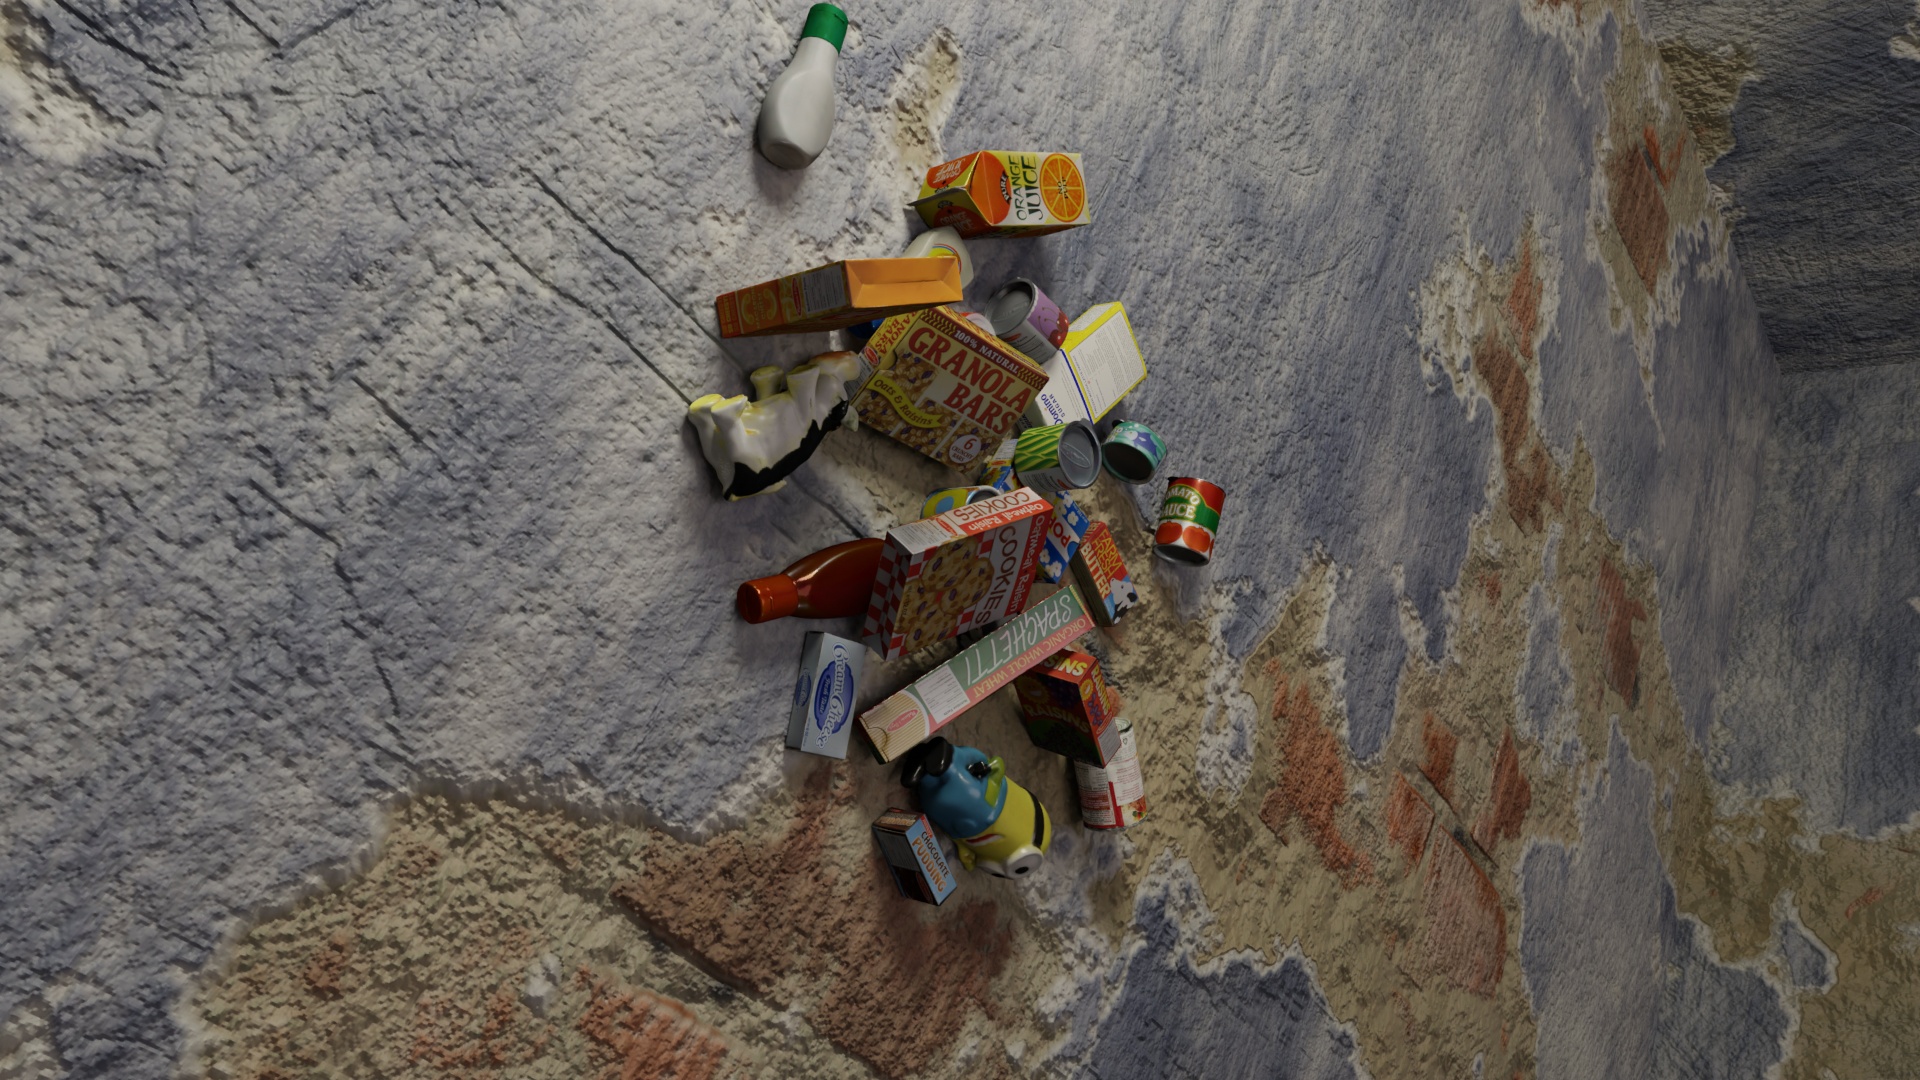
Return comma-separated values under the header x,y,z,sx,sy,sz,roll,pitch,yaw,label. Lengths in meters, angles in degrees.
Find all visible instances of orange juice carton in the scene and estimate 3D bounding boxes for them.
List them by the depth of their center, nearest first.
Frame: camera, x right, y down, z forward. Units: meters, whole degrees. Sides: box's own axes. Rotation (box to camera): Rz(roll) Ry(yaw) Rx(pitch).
x,y,z,sx,sy,sz,roll,pitch,yaw,label
0.036,-0.334,1.349,0.193,0.071,0.073,-14,98,-45,orange juice carton

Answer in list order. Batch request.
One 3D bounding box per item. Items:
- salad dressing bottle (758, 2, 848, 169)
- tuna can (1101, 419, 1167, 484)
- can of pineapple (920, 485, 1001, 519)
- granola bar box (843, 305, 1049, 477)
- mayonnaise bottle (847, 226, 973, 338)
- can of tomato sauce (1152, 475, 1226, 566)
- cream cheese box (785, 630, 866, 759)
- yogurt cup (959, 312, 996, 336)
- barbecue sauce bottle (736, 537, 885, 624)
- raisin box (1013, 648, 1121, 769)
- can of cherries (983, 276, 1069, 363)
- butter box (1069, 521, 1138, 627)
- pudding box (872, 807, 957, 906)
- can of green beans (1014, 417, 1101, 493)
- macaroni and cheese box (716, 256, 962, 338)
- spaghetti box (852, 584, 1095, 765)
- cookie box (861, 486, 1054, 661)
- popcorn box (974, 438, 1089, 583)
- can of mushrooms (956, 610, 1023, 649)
x,y,z,sx,sy,sz,roll,pitch,yaw,label
-0.132,-0.395,1.204,0.064,0.044,0.148,29,67,-38,salad dressing bottle
0.183,-0.095,1.488,0.071,0.071,0.033,54,54,-29,tuna can
0.005,-0.016,1.310,0.071,0.058,0.071,2,87,-45,can of pineapple
-0.016,-0.140,1.261,0.165,0.039,0.124,25,111,-42,granola bar box
-0.049,-0.234,1.279,0.149,0.041,0.064,-43,119,-38,mayonnaise bottle
0.254,-0.021,1.555,0.071,0.071,0.083,32,67,-40,can of tomato sauce
-0.116,0.134,1.204,0.053,0.024,0.104,22,73,-44,cream cheese box
-0.002,-0.185,1.315,0.072,0.054,0.072,2,87,-46,yogurt cup
-0.121,0.039,1.191,0.149,0.043,0.064,-13,106,-44,barbecue sauce bottle
0.103,0.159,1.359,0.040,0.086,0.122,-48,135,-32,raisin box
0.066,-0.218,1.376,0.058,0.071,0.072,35,64,-39,can of cherries
0.150,0.036,1.477,0.053,0.024,0.103,-44,117,-37,butter box
-0.042,0.285,1.253,0.030,0.049,0.083,-36,112,-38,pudding box
0.094,-0.080,1.348,0.071,0.057,0.071,6,81,-46,can of green beans
-0.100,-0.199,1.137,0.124,0.166,0.040,-13,97,-45,macaroni and cheese box
0.016,0.121,1.279,0.251,0.028,0.050,-30,89,-25,spaghetti box
0.000,0.029,1.236,0.168,0.040,0.122,-18,136,-38,cookie box
0.069,-0.029,1.389,0.126,0.038,0.085,51,54,-30,popcorn box
0.029,0.077,1.347,0.071,0.033,0.071,2,86,-44,can of mushrooms
